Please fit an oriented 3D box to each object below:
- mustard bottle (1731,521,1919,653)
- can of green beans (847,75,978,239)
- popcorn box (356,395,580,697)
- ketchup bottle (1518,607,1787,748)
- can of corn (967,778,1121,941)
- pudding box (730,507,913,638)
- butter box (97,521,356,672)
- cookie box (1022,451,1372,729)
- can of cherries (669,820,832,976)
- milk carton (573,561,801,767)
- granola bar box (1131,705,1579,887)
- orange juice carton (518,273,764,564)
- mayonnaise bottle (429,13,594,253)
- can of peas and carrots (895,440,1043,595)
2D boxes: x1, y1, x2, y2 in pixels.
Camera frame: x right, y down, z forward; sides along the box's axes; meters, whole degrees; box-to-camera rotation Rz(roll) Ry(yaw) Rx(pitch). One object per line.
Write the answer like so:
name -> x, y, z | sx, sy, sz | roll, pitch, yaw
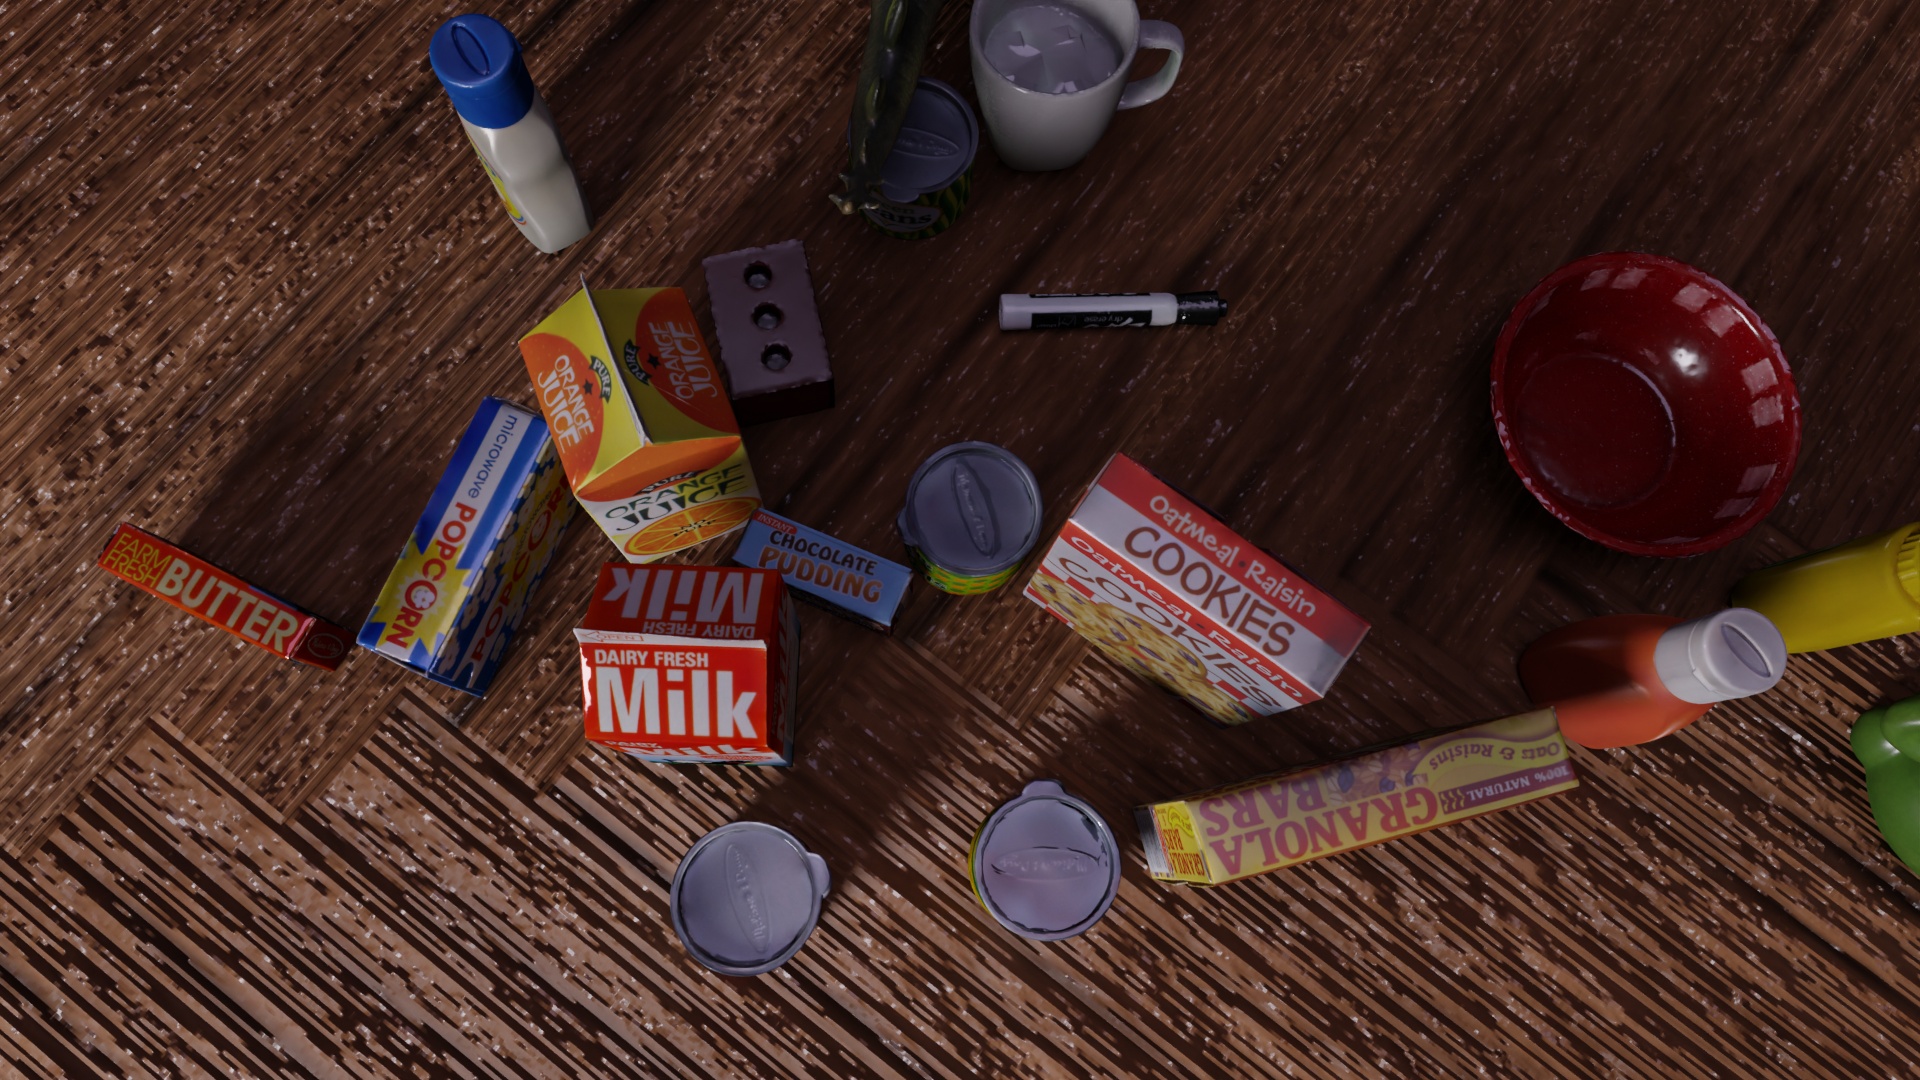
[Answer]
mustard bottle -> 0.434, 0.021, 0.653 | 0.065, 0.160, 0.049 | -11, 79, -6
can of green beans -> -0.026, -0.198, 0.725 | 0.071, 0.057, 0.071 | 1, 77, -4
popcorn box -> -0.223, 0.005, 0.650 | 0.038, 0.085, 0.127 | 23, 77, 1
ketchup bottle -> 0.317, 0.062, 0.642 | 0.043, 0.148, 0.065 | -38, 83, -11
can of corn -> 0.037, 0.148, 0.649 | 0.071, 0.058, 0.071 | 1, 77, -4
pudding box -> -0.066, 0.016, 0.677 | 0.084, 0.049, 0.030 | 23, 77, 1
butter box -> -0.344, 0.028, 0.653 | 0.103, 0.053, 0.024 | 26, 77, 2
cookie box -> 0.097, 0.029, 0.625 | 0.123, 0.167, 0.040 | 35, 78, 4
can of cherries -> -0.093, 0.162, 0.637 | 0.071, 0.058, 0.071 | 1, 77, -4
milk carton -> -0.110, 0.055, 0.592 | 0.072, 0.190, 0.073 | 3, 77, -3
granola bar box -> 0.172, 0.118, 0.631 | 0.166, 0.124, 0.039 | -13, 79, -7
orange juice carton -> -0.137, -0.050, 0.614 | 0.073, 0.192, 0.072 | -21, 80, -8
mayonnaise bottle -> -0.214, -0.195, 0.665 | 0.041, 0.147, 0.065 | -32, 81, -10
can of peas and carrots -> 0.002, -0.009, 0.682 | 0.071, 0.058, 0.071 | 1, 77, -4
